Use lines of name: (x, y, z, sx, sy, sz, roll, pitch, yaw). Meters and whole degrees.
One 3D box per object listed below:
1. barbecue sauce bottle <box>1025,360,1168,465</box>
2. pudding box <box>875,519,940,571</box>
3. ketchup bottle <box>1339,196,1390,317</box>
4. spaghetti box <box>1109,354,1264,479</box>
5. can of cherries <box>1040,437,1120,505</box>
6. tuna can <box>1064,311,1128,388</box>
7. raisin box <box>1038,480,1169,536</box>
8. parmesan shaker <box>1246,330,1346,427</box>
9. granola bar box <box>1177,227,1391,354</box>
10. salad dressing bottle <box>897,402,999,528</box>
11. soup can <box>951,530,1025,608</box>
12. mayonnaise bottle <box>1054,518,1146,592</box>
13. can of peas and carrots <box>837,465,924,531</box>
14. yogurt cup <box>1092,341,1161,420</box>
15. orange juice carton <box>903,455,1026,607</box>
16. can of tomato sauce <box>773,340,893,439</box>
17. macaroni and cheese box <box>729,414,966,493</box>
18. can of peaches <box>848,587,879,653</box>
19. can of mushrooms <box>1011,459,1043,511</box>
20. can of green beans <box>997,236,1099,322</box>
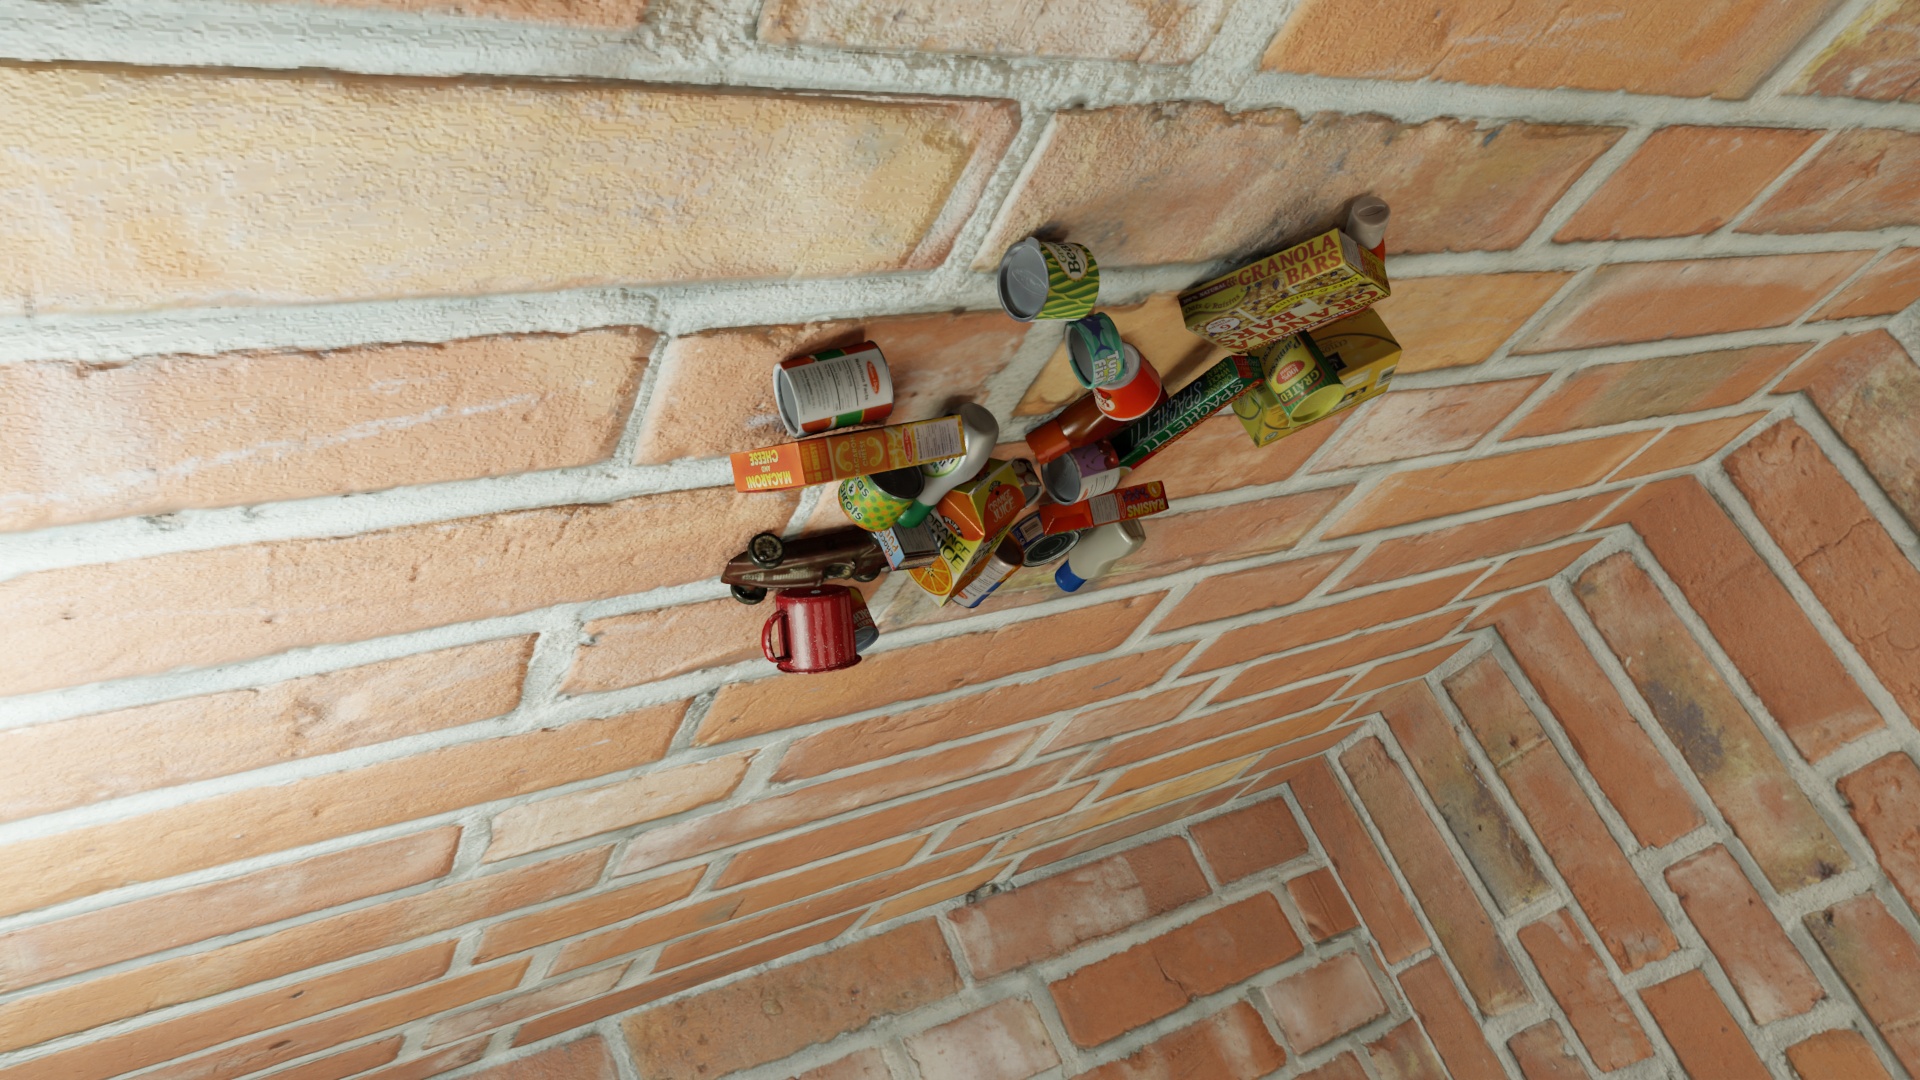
barbecue sauce bottle: (0.139, -0.128, 1.427, 0.148, 0.044, 0.065, -30, 160, 8)
pudding box: (-0.059, -0.013, 1.411, 0.050, 0.084, 0.030, -7, 152, -38)
ketchup bottle: (0.391, -0.280, 1.375, 0.065, 0.044, 0.148, -18, 155, -5)
spaghetti box: (0.218, -0.123, 1.492, 0.050, 0.029, 0.249, -3, 156, -44)
can of cherries: (0.127, -0.079, 1.487, 0.058, 0.071, 0.071, -19, 156, -31)
tuna can: (0.125, -0.174, 1.285, 0.033, 0.071, 0.070, -20, 155, -13)
raisin box: (0.165, -0.037, 1.596, 0.124, 0.040, 0.086, -13, 180, -38)
parmesan shaker: (0.347, -0.180, 1.458, 0.071, 0.103, 0.071, -22, 155, -11)
granola bar box: (0.312, -0.234, 1.333, 0.165, 0.039, 0.124, -20, 163, 33)
salad dressing bottle: (-0.018, -0.070, 1.353, 0.044, 0.064, 0.147, 1, 142, -39)
soup can: (0.024, 0.027, 1.602, 0.071, 0.071, 0.083, 3, 142, -48)
mayonnaise bottle: (0.169, 0.014, 1.730, 0.041, 0.065, 0.147, -12, 157, -37)
can of peas and carrots: (-0.079, -0.050, 1.335, 0.071, 0.071, 0.058, -4, 148, -40)
yogurt cup: (0.158, -0.159, 1.361, 0.072, 0.072, 0.054, -30, 148, 8)
orange juice carton: (0.005, -0.018, 1.453, 0.072, 0.073, 0.191, -38, 167, -36)
can of tomato sauce: (-0.107, -0.125, 1.156, 0.083, 0.071, 0.070, -16, 154, -20)
macaroni and cheese box: (-0.098, -0.075, 1.213, 0.167, 0.040, 0.123, -14, -173, -36)
can of peaches: (-0.132, 0.093, 1.582, 0.071, 0.058, 0.071, -22, 155, -11)
can of mushrooms: (0.052, -0.055, 1.500, 0.071, 0.033, 0.070, -22, 157, -10)
can of green beans: (0.073, -0.215, 1.154, 0.058, 0.071, 0.071, -8, 150, -37)
